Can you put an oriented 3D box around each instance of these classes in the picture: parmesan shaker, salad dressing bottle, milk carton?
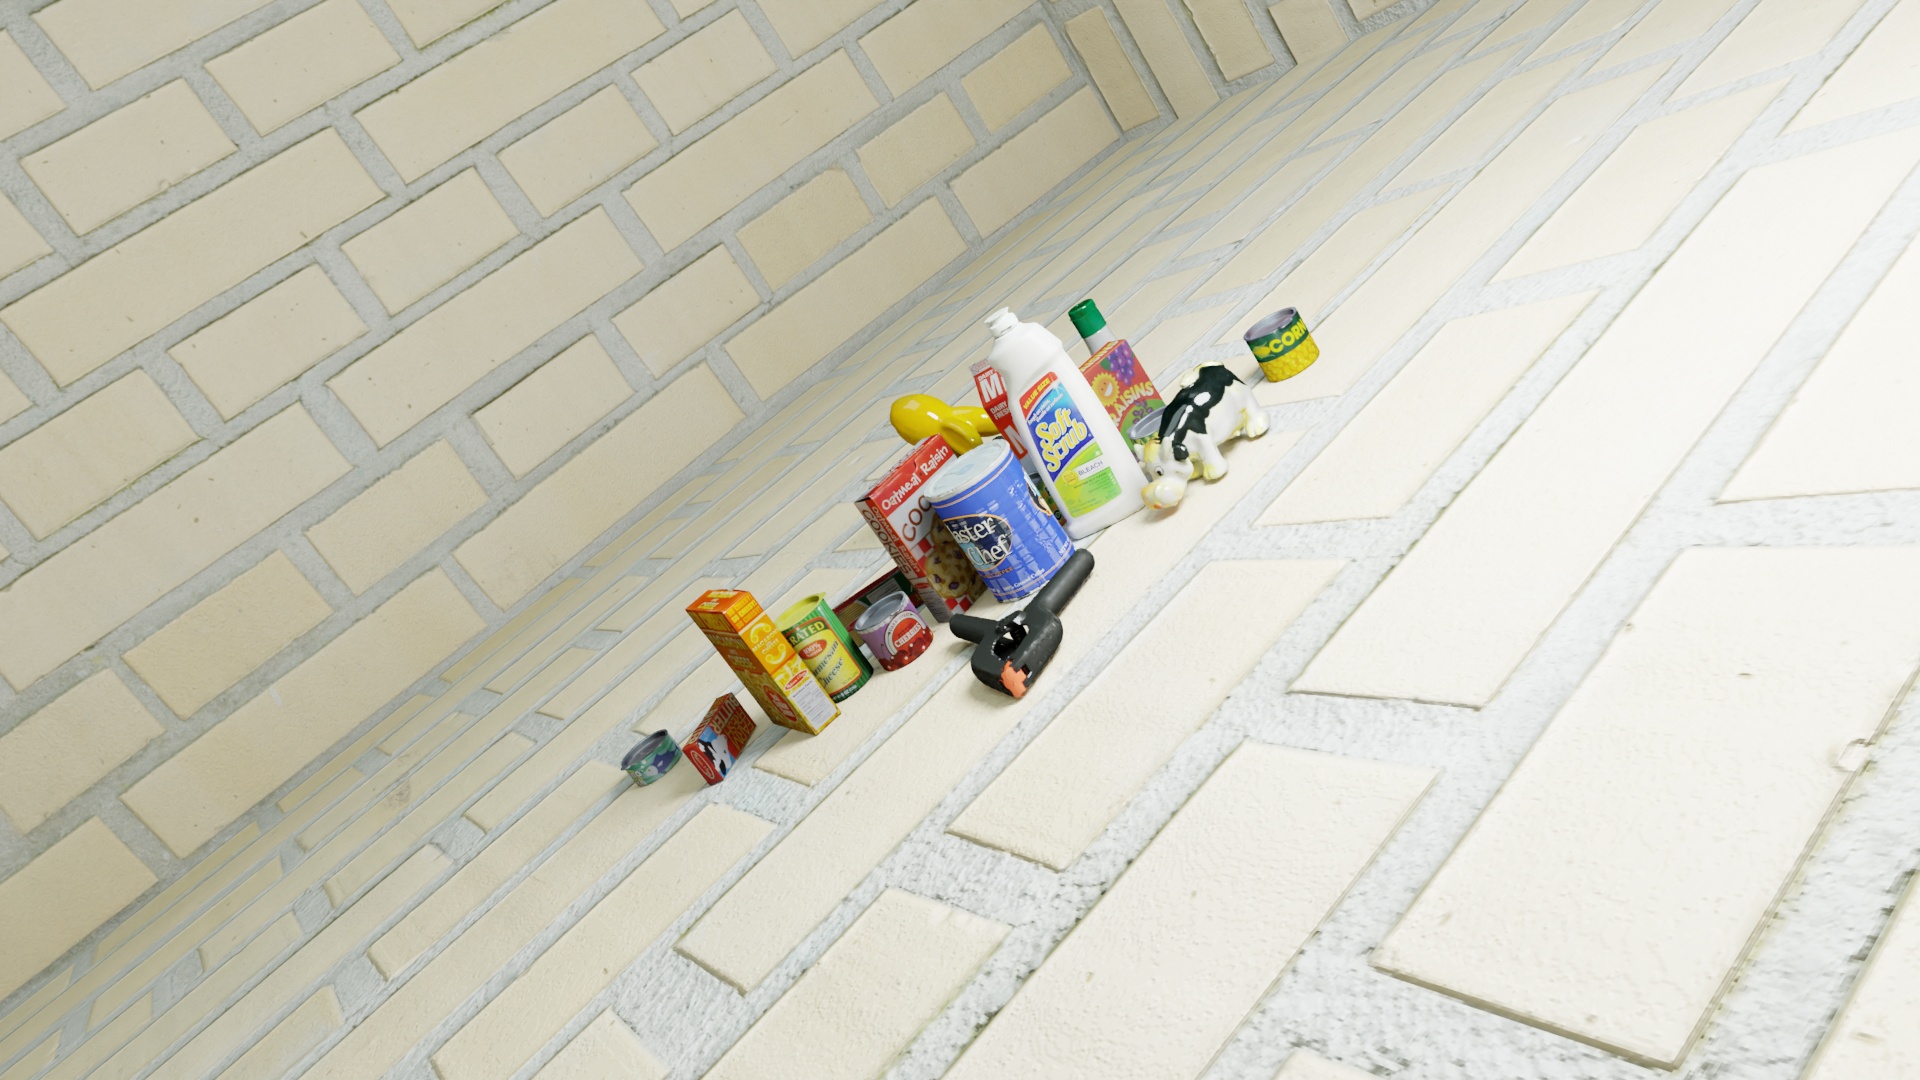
[{"bbox_3d":[-0.145,0.116,1.492,0.071,0.103,0.071,-31,17,11],"label":"parmesan shaker"},{"bbox_3d":[0.189,-0.236,1.764,0.044,0.147,0.064,-34,16,0],"label":"salad dressing bottle"},{"bbox_3d":[0.088,-0.139,1.606,0.072,0.190,0.074,-28,17,20],"label":"milk carton"}]

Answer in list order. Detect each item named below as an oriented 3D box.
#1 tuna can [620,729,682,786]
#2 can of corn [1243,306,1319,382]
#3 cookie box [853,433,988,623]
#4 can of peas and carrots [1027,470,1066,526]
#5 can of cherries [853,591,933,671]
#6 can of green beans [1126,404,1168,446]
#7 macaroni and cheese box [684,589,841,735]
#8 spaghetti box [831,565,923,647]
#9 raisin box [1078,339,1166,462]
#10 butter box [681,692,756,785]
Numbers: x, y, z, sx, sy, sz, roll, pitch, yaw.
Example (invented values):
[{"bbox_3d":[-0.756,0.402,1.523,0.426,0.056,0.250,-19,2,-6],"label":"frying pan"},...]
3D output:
[{"bbox_3d":[-0.364,0.257,1.632,0.071,0.032,0.071,-31,17,10],"label":"tuna can"},{"bbox_3d":[0.359,-0.218,1.547,0.071,0.058,0.071,-31,17,11],"label":"can of corn"},{"bbox_3d":[-0.023,-0.014,1.508,0.040,0.167,0.123,-13,27,51],"label":"cookie box"},{"bbox_3d":[0.084,-0.038,1.566,0.071,0.058,0.071,-31,17,11],"label":"can of peas and carrots"},{"bbox_3d":[-0.069,0.097,1.478,0.071,0.058,0.072,-31,17,11],"label":"can of cherries"},{"bbox_3d":[0.223,-0.106,1.493,0.071,0.057,0.071,-31,17,11],"label":"can of green beans"},{"bbox_3d":[-0.210,0.126,1.473,0.040,0.166,0.123,-42,18,-23],"label":"macaroni and cheese box"},{"bbox_3d":[-0.044,0.041,1.602,0.250,0.050,0.029,-34,16,-1],"label":"spaghetti box"},{"bbox_3d":[0.184,-0.157,1.594,0.086,0.123,0.040,-41,18,-23],"label":"raisin box"},{"bbox_3d":[-0.263,0.216,1.521,0.024,0.053,0.104,-27,18,25],"label":"butter box"}]
